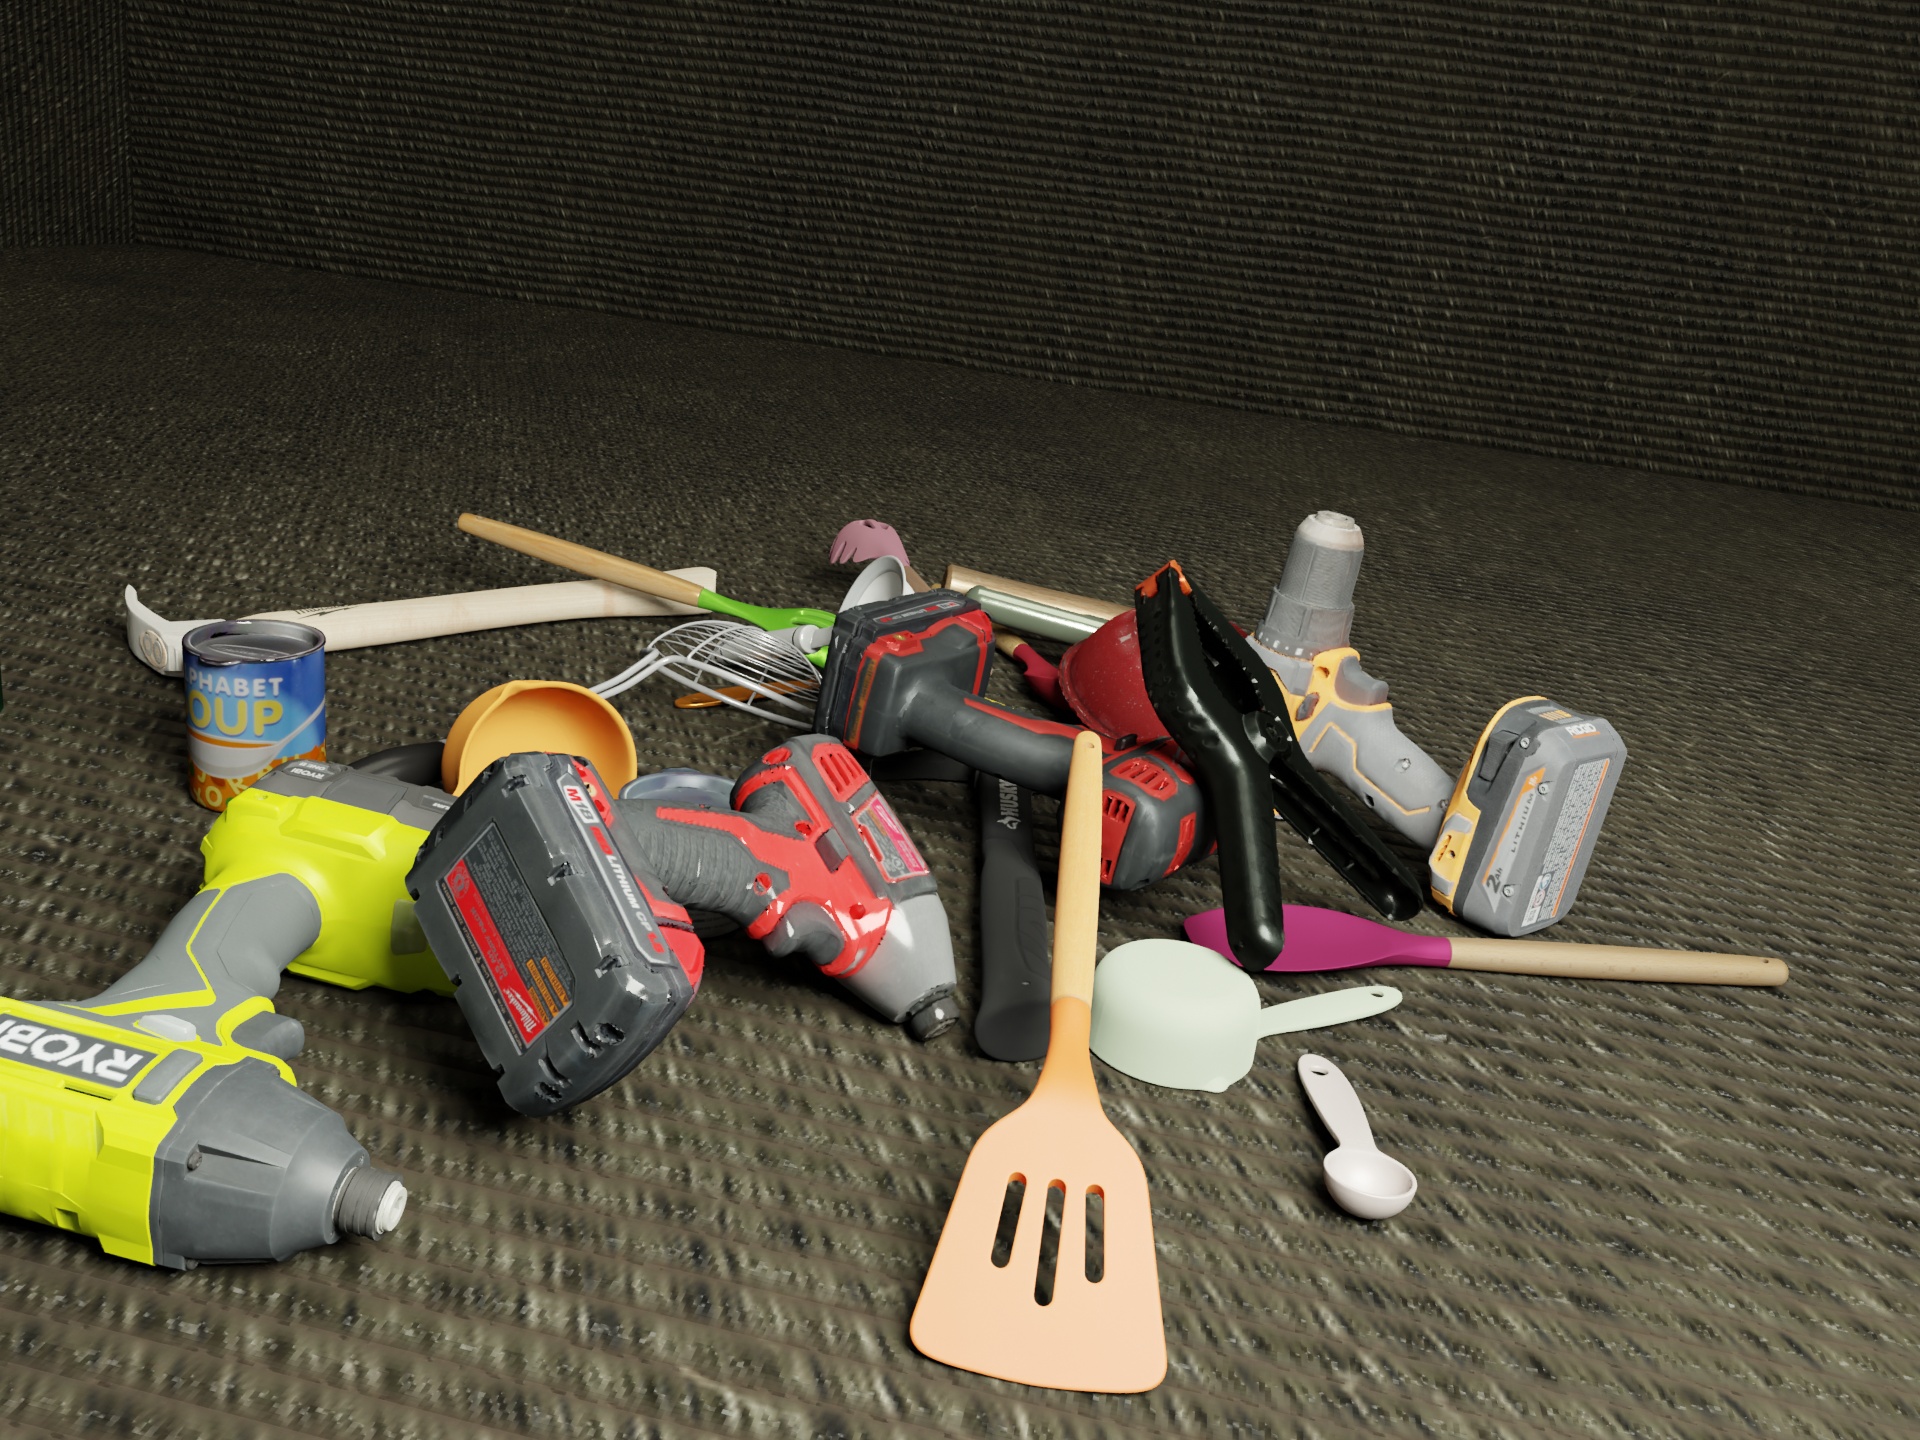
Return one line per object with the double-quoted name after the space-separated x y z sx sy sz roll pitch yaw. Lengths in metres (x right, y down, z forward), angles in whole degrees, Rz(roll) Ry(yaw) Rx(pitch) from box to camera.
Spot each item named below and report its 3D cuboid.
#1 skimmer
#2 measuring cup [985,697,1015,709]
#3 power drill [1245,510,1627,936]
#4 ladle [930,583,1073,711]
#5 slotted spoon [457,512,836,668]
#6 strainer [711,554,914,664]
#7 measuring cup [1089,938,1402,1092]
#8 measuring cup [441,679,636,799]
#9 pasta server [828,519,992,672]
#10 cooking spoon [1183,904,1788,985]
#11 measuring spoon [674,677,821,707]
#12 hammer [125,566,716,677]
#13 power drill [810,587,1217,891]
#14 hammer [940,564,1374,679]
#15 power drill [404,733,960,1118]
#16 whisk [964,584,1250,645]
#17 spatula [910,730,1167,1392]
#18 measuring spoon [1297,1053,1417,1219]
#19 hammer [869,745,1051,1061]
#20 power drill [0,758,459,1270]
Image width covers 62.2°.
-0.218 0.025 0.868 0.127 0.090 0.363 14 29 40 "skimmer"
-0.002 -0.003 0.995 0.062 0.029 0.157 0 12 -31 "measuring cup"
0.250 -0.003 0.896 0.084 0.185 0.226 -7 27 -40 "power drill"
0.035 -0.060 1.210 0.069 0.031 0.316 9 15 -25 "ladle"
-0.210 -0.095 1.132 0.314 0.031 0.070 18 25 3 "slotted spoon"
-0.091 -0.053 1.017 0.050 0.087 0.258 22 -16 -36 "strainer"
0.133 0.121 0.710 0.167 0.038 0.083 -4 22 -25 "measuring cup"
-0.243 0.041 0.765 0.173 0.095 0.052 -29 19 -26 "measuring cup"
-0.035 -0.090 1.166 0.060 0.040 0.316 0 24 -20 "pasta server"
0.268 0.119 0.800 0.319 0.017 0.069 4 20 -8 "cooking spoon"
-0.133 -0.015 1.047 0.117 0.011 0.021 -9 25 -31 "measuring spoon"
-0.348 -0.077 1.100 0.146 0.038 0.410 23 24 40 "hammer"
0.055 0.006 0.852 0.227 0.080 0.188 26 24 27 "power drill"
0.147 -0.071 1.222 0.331 0.031 0.130 12 16 -9 "hammer"
-0.089 0.076 0.626 0.219 0.078 0.143 -2 53 -56 "power drill"
0.122 -0.058 1.160 0.246 0.059 0.057 16 -19 2 "whisk"
0.042 0.102 0.614 0.081 0.041 0.323 8 33 2 "spatula"
0.152 0.166 0.637 0.034 0.018 0.124 8 12 -1 "measuring spoon"
0.020 0.073 0.811 0.146 0.035 0.335 8 19 -2 "hammer"
-0.246 0.102 0.574 0.171 0.080 0.223 14 23 3 "power drill"
